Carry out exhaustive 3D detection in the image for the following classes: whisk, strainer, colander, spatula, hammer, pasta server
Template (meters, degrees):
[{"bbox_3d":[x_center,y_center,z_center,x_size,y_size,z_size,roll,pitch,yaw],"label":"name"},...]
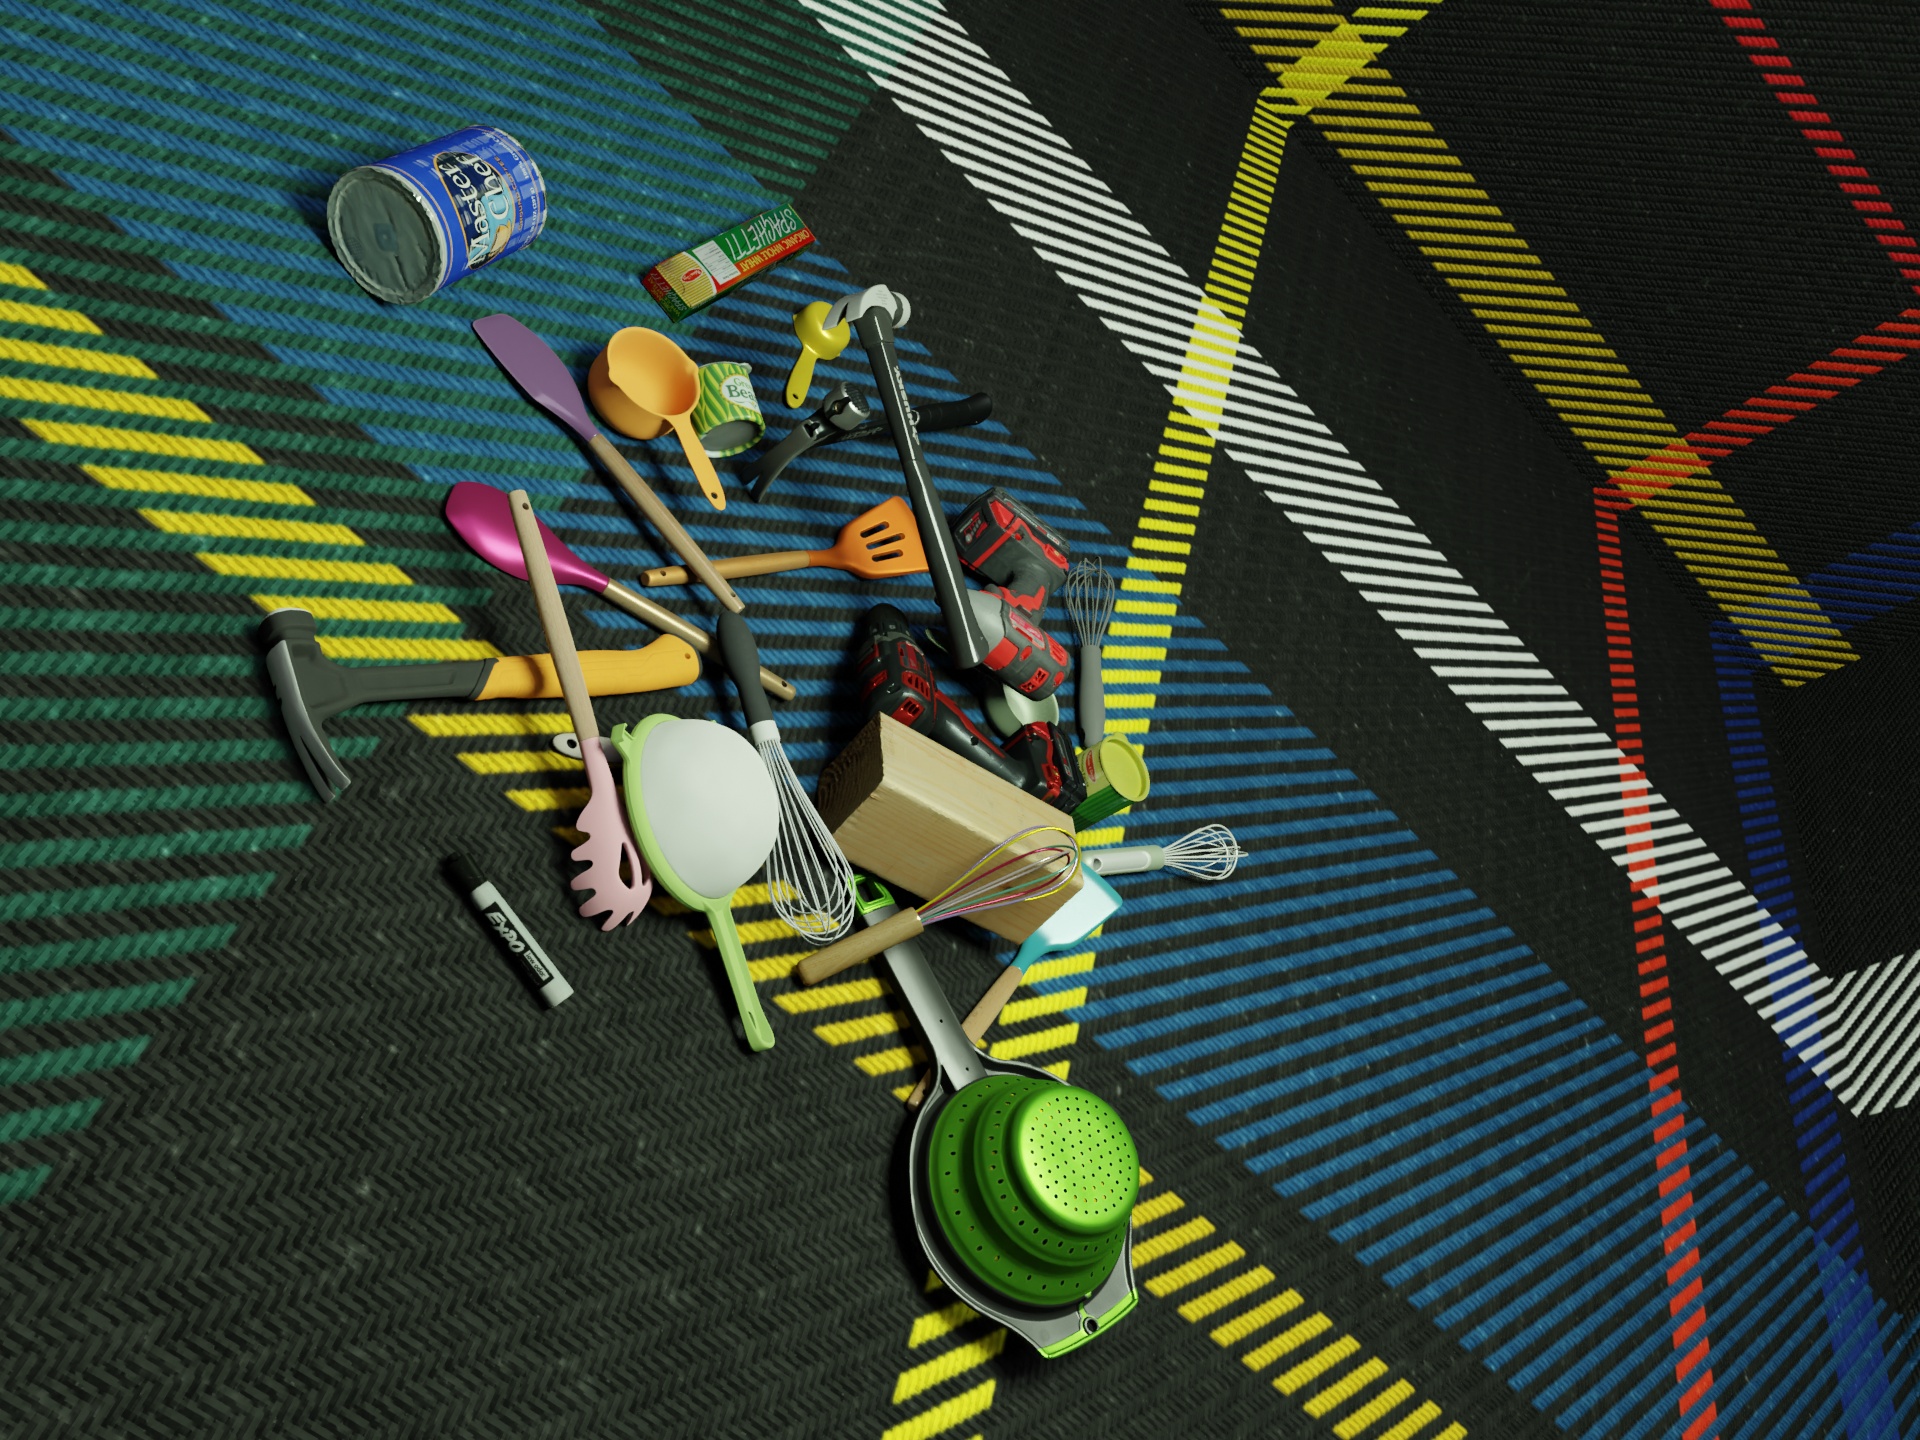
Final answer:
[{"bbox_3d":[0.137,-0.072,1.656,0.055,0.055,0.239,27,50,-34],"label":"whisk"},{"bbox_3d":[-0.160,0.108,1.150,0.151,0.069,0.256,-1,72,-71],"label":"strainer"},{"bbox_3d":[0.027,0.271,1.208,0.204,0.094,0.397,-14,67,-41],"label":"colander"},{"bbox_3d":[-0.149,-0.145,1.395,0.322,0.041,0.081,-15,77,-50],"label":"spatula"},{"bbox_3d":[0.039,0.220,1.338,0.082,0.044,0.317,40,39,4],"label":"spatula"},{"bbox_3d":[-0.066,-0.283,1.540,0.036,0.149,0.409,58,28,0],"label":"hammer"},{"bbox_3d":[-0.145,0.041,1.244,0.070,0.070,0.285,1,63,-48],"label":"whisk"},{"bbox_3d":[0.200,0.136,1.577,0.246,0.059,0.058,0,92,-43],"label":"whisk"},{"bbox_3d":[-0.012,0.149,1.235,0.051,0.245,0.047,47,-24,52],"label":"whisk"},{"bbox_3d":[-0.281,-0.210,1.298,0.316,0.018,0.060,50,37,0],"label":"spatula"},{"bbox_3d":[-0.274,-0.010,1.119,0.060,0.040,0.316,-10,81,-53],"label":"pasta server"},{"bbox_3d":[-0.038,-0.206,1.362,0.146,0.035,0.334,-35,109,-69],"label":"hammer"},{"bbox_3d":[-0.316,-0.024,1.128,0.336,0.034,0.127,-8,69,-50],"label":"hammer"}]

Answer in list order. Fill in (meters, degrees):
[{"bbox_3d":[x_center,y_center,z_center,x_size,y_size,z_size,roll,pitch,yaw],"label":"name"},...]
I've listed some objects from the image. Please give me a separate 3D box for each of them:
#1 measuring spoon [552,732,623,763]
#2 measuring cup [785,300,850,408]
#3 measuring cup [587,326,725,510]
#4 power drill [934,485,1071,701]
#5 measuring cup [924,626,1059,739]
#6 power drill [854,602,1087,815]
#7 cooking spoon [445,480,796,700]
[{"bbox_3d":[-0.246,0.021,1.185,0.124,0.018,0.034,10,58,-44],"label":"measuring spoon"},{"bbox_3d":[-0.143,-0.359,1.561,0.062,0.029,0.157,37,40,-24],"label":"measuring cup"},{"bbox_3d":[-0.251,-0.244,1.342,0.095,0.052,0.173,-23,85,-47],"label":"measuring cup"},{"bbox_3d":[0.039,-0.124,1.521,0.143,0.078,0.220,35,32,-21],"label":"power drill"},{"bbox_3d":[0.021,-0.036,1.509,0.167,0.038,0.083,33,43,-26],"label":"measuring cup"},{"bbox_3d":[-0.002,-0.005,1.411,0.226,0.080,0.188,36,21,-25],"label":"power drill"},{"bbox_3d":[-0.259,-0.094,1.254,0.318,0.017,0.069,32,45,-29],"label":"cooking spoon"}]
